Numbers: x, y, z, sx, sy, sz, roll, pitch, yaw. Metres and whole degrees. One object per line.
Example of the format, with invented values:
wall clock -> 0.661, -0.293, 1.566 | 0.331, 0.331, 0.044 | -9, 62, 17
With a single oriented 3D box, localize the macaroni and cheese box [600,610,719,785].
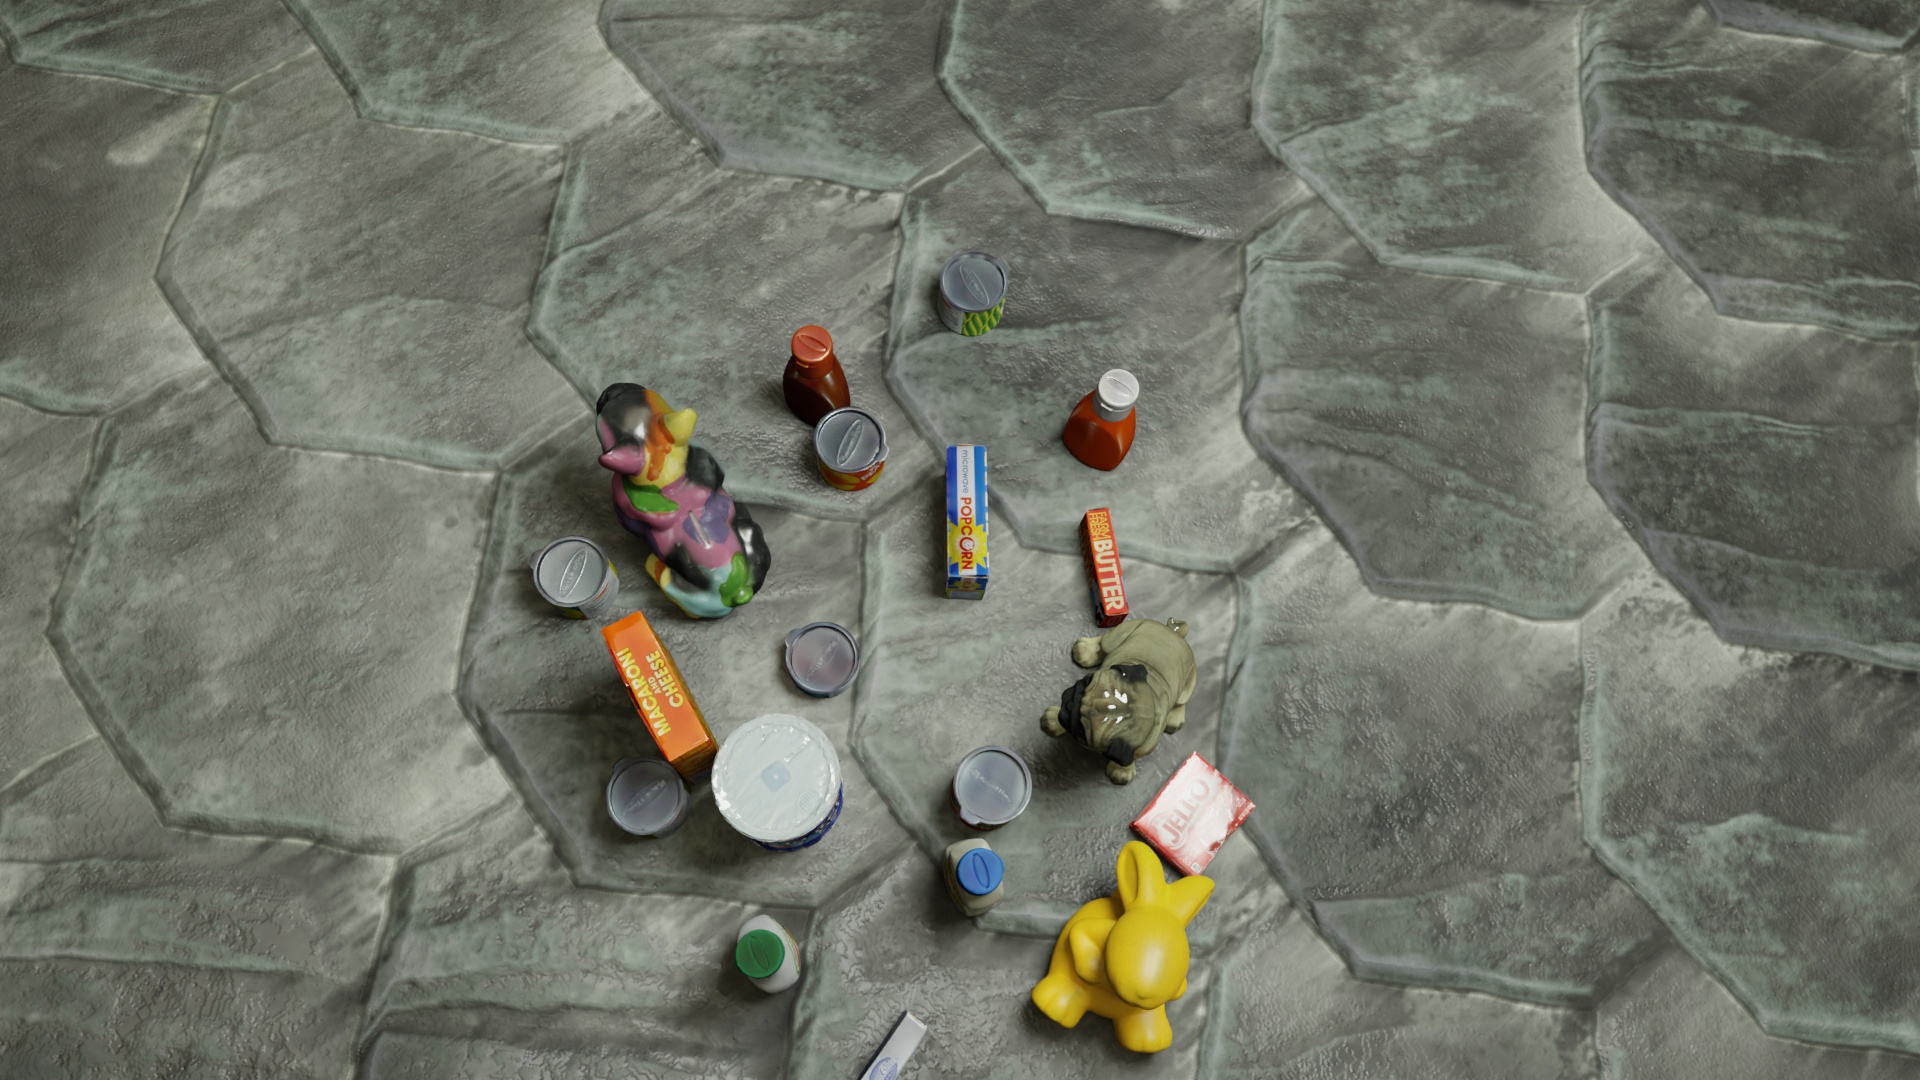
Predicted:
macaroni and cheese box -> -0.248, 0.138, 1.176 | 0.040, 0.166, 0.124 | -28, 77, -11

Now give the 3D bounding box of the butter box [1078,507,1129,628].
butter box -> 0.133, 0.026, 1.293 | 0.024, 0.053, 0.104 | -8, 74, -6

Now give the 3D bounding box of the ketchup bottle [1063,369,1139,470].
ketchup bottle -> 0.134, -0.112, 1.284 | 0.065, 0.148, 0.043 | 33, 75, 6

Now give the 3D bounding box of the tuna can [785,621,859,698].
tuna can -> -0.127, 0.108, 1.262 | 0.071, 0.032, 0.071 | 1, 73, -3

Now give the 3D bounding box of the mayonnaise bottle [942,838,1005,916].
mayonnaise bottle -> 0.011, 0.279, 1.159 | 0.041, 0.147, 0.065 | -17, 76, -8

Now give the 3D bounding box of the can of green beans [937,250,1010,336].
can of green beans -> 0.012, -0.241, 1.363 | 0.071, 0.057, 0.071 | 1, 73, -3

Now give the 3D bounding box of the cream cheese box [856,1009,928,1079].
cream cheese box -> -0.066, 0.441, 1.155 | 0.024, 0.053, 0.104 | 35, 74, 7

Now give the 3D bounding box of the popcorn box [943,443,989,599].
popcorn box -> 0.005, -0.016, 1.280 | 0.038, 0.085, 0.127 | 0, 73, -3

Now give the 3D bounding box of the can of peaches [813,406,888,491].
can of peaches -> -0.102, -0.084, 1.308 | 0.071, 0.058, 0.071 | 1, 73, -3

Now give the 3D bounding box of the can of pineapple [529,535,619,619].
can of pineapple -> -0.348, 0.033, 1.258 | 0.071, 0.057, 0.071 | 1, 73, -3

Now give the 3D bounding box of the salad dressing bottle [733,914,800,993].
salad dressing bottle -> -0.159, 0.337, 1.131 | 0.044, 0.147, 0.064 | -26, 77, -10

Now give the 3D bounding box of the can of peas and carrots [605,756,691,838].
can of peas and carrots -> -0.271, 0.222, 1.205 | 0.071, 0.058, 0.071 | 1, 73, -3

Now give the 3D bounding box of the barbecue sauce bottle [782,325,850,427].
barbecue sauce bottle -> -0.134, -0.151, 1.279 | 0.065, 0.148, 0.044 | 28, 74, 5

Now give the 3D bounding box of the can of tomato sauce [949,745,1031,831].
can of tomato sauce -> 0.024, 0.219, 1.212 | 0.071, 0.083, 0.071 | 1, 74, -3
